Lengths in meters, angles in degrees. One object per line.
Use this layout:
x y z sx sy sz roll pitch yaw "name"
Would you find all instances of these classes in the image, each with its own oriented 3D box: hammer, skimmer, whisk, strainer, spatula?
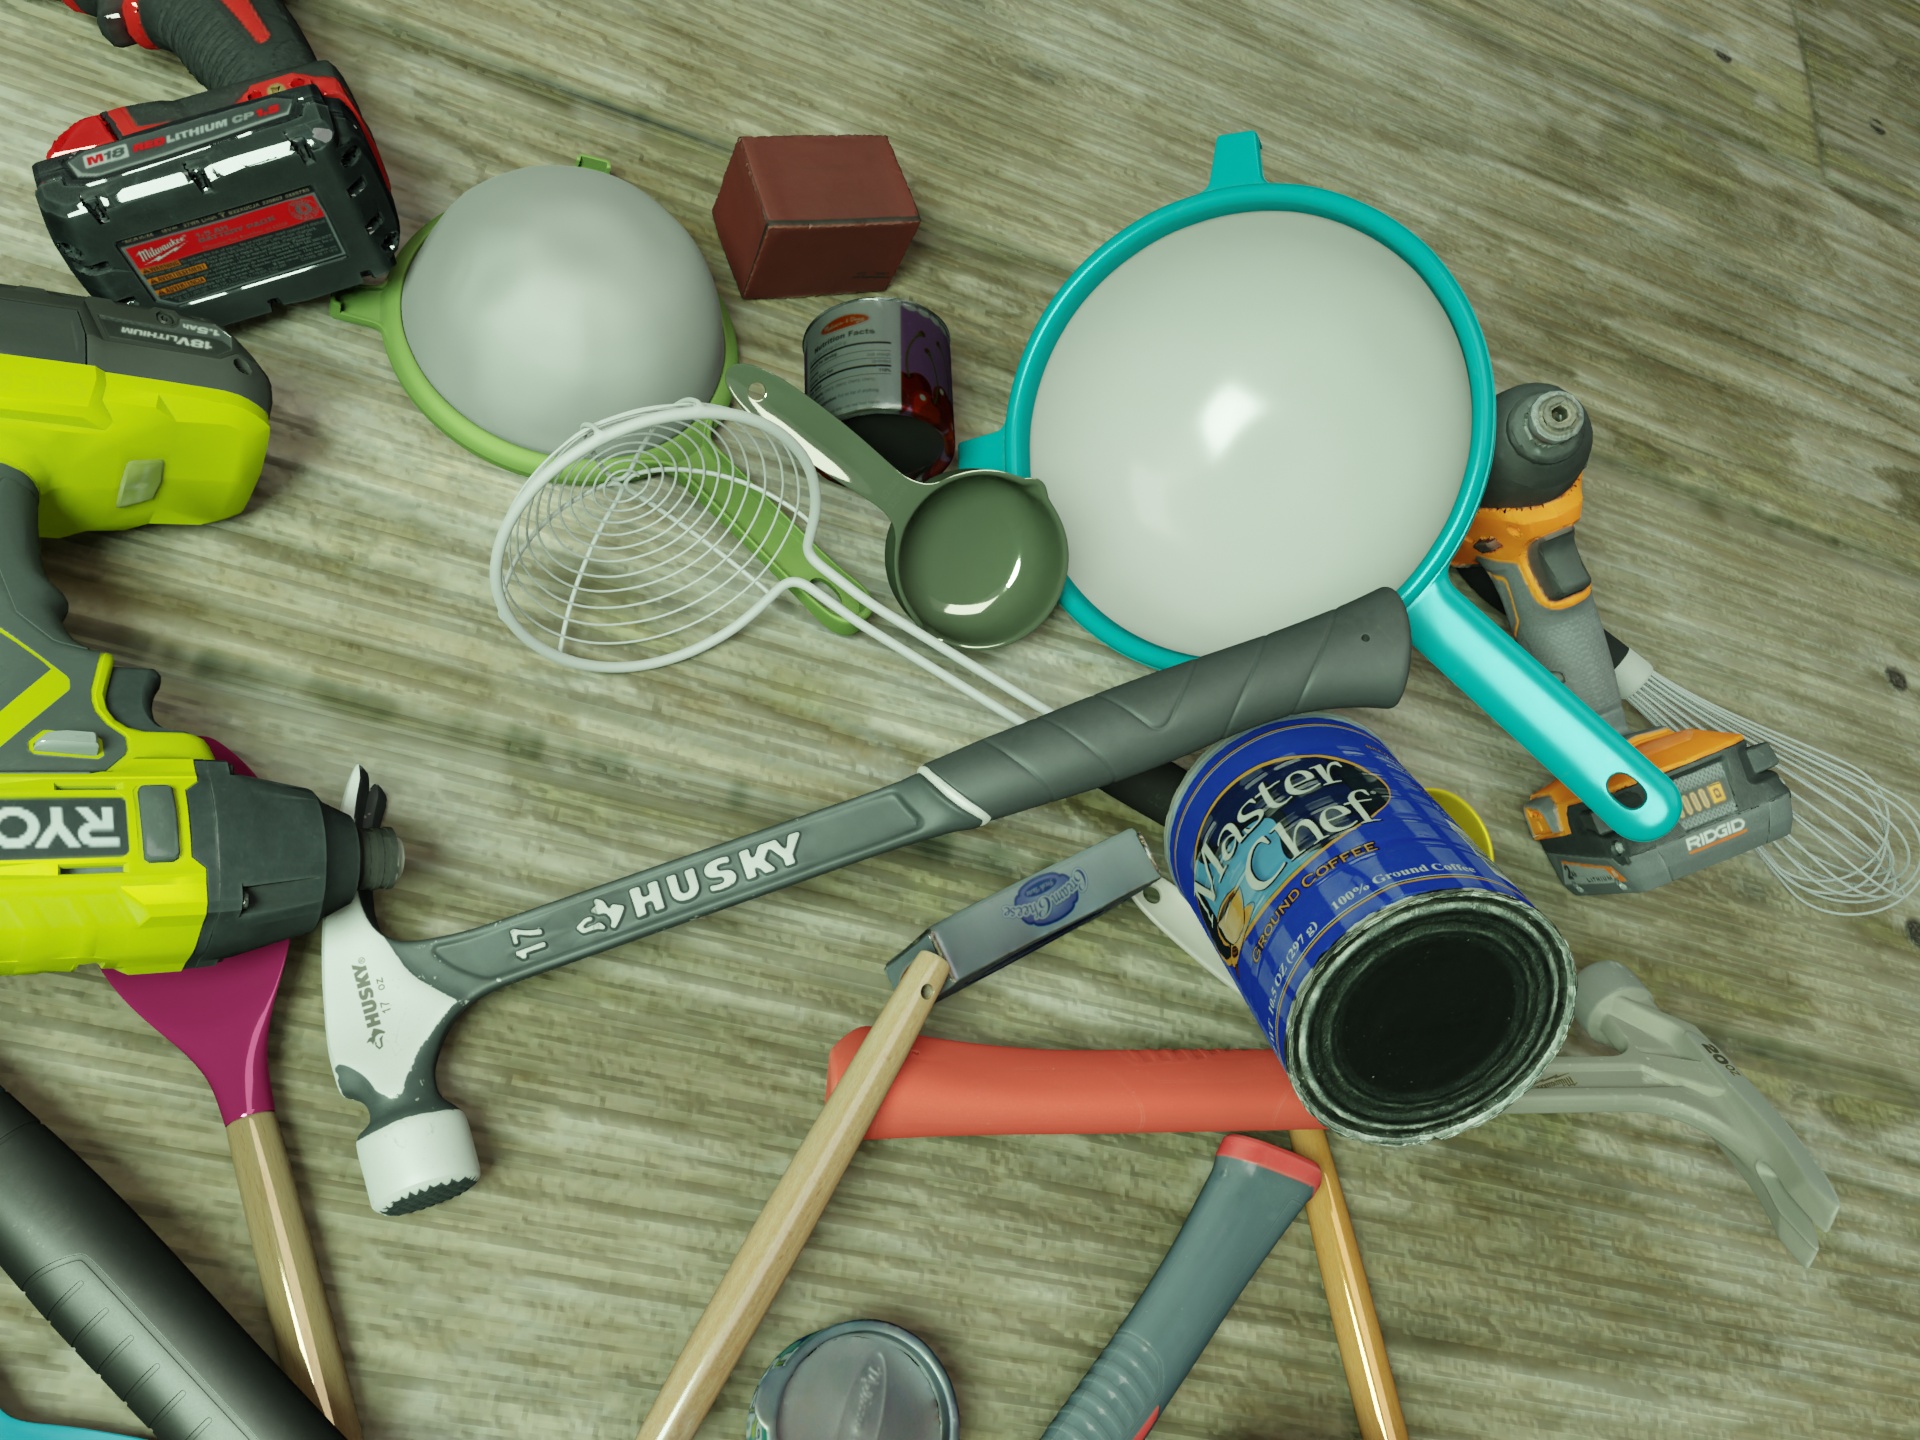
0.019 0.284 0.512 0.386 0.038 0.143 -40 118 -39 "hammer"
-0.001 -0.002 0.620 0.363 0.127 0.090 30 29 -11 "skimmer"
0.362 -0.002 0.805 0.284 0.070 0.070 40 57 5 "whisk"
-0.285 0.130 0.467 0.331 0.033 0.128 43 57 6 "hammer"
-0.123 -0.140 0.656 0.256 0.069 0.151 45 57 5 "strainer"
-0.024 0.029 0.566 0.409 0.036 0.149 -19 70 -10 "hammer"
0.170 0.294 0.583 0.081 0.041 0.323 0 64 -25 "spatula"
-0.085 0.207 0.502 0.059 0.018 0.316 41 65 -20 "spatula"
0.129 0.144 0.594 0.359 0.036 0.149 2 27 -11 "hammer"
0.174 -0.076 0.691 0.340 0.211 0.095 47 16 17 "strainer"

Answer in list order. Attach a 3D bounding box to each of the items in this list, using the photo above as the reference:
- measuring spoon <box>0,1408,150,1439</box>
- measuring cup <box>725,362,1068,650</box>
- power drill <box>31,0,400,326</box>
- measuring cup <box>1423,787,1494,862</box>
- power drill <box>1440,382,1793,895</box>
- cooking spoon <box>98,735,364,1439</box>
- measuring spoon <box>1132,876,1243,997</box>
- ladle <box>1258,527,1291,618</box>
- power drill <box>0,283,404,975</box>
-0.259 0.216 0.459 0.128 0.021 0.042 25 45 -20 "measuring spoon"
-0.030 -0.095 0.665 0.167 0.038 0.083 35 92 -18 "measuring cup"
-0.314 -0.265 0.627 0.143 0.078 0.220 -20 68 -9 "power drill"
0.191 0.104 0.701 0.062 0.029 0.157 25 70 -10 "measuring cup"
0.277 -0.040 0.712 0.084 0.164 0.226 -22 82 1 "power drill"
-0.218 0.151 0.503 0.068 0.017 0.319 -19 73 -12 "cooking spoon"
0.115 0.107 0.671 0.124 0.018 0.034 42 60 9 "measuring spoon"
0.152 -0.069 0.764 0.069 0.031 0.316 9 61 -15 "ladle"
-0.279 -0.027 0.509 0.171 0.080 0.223 1 59 -36 "power drill"
